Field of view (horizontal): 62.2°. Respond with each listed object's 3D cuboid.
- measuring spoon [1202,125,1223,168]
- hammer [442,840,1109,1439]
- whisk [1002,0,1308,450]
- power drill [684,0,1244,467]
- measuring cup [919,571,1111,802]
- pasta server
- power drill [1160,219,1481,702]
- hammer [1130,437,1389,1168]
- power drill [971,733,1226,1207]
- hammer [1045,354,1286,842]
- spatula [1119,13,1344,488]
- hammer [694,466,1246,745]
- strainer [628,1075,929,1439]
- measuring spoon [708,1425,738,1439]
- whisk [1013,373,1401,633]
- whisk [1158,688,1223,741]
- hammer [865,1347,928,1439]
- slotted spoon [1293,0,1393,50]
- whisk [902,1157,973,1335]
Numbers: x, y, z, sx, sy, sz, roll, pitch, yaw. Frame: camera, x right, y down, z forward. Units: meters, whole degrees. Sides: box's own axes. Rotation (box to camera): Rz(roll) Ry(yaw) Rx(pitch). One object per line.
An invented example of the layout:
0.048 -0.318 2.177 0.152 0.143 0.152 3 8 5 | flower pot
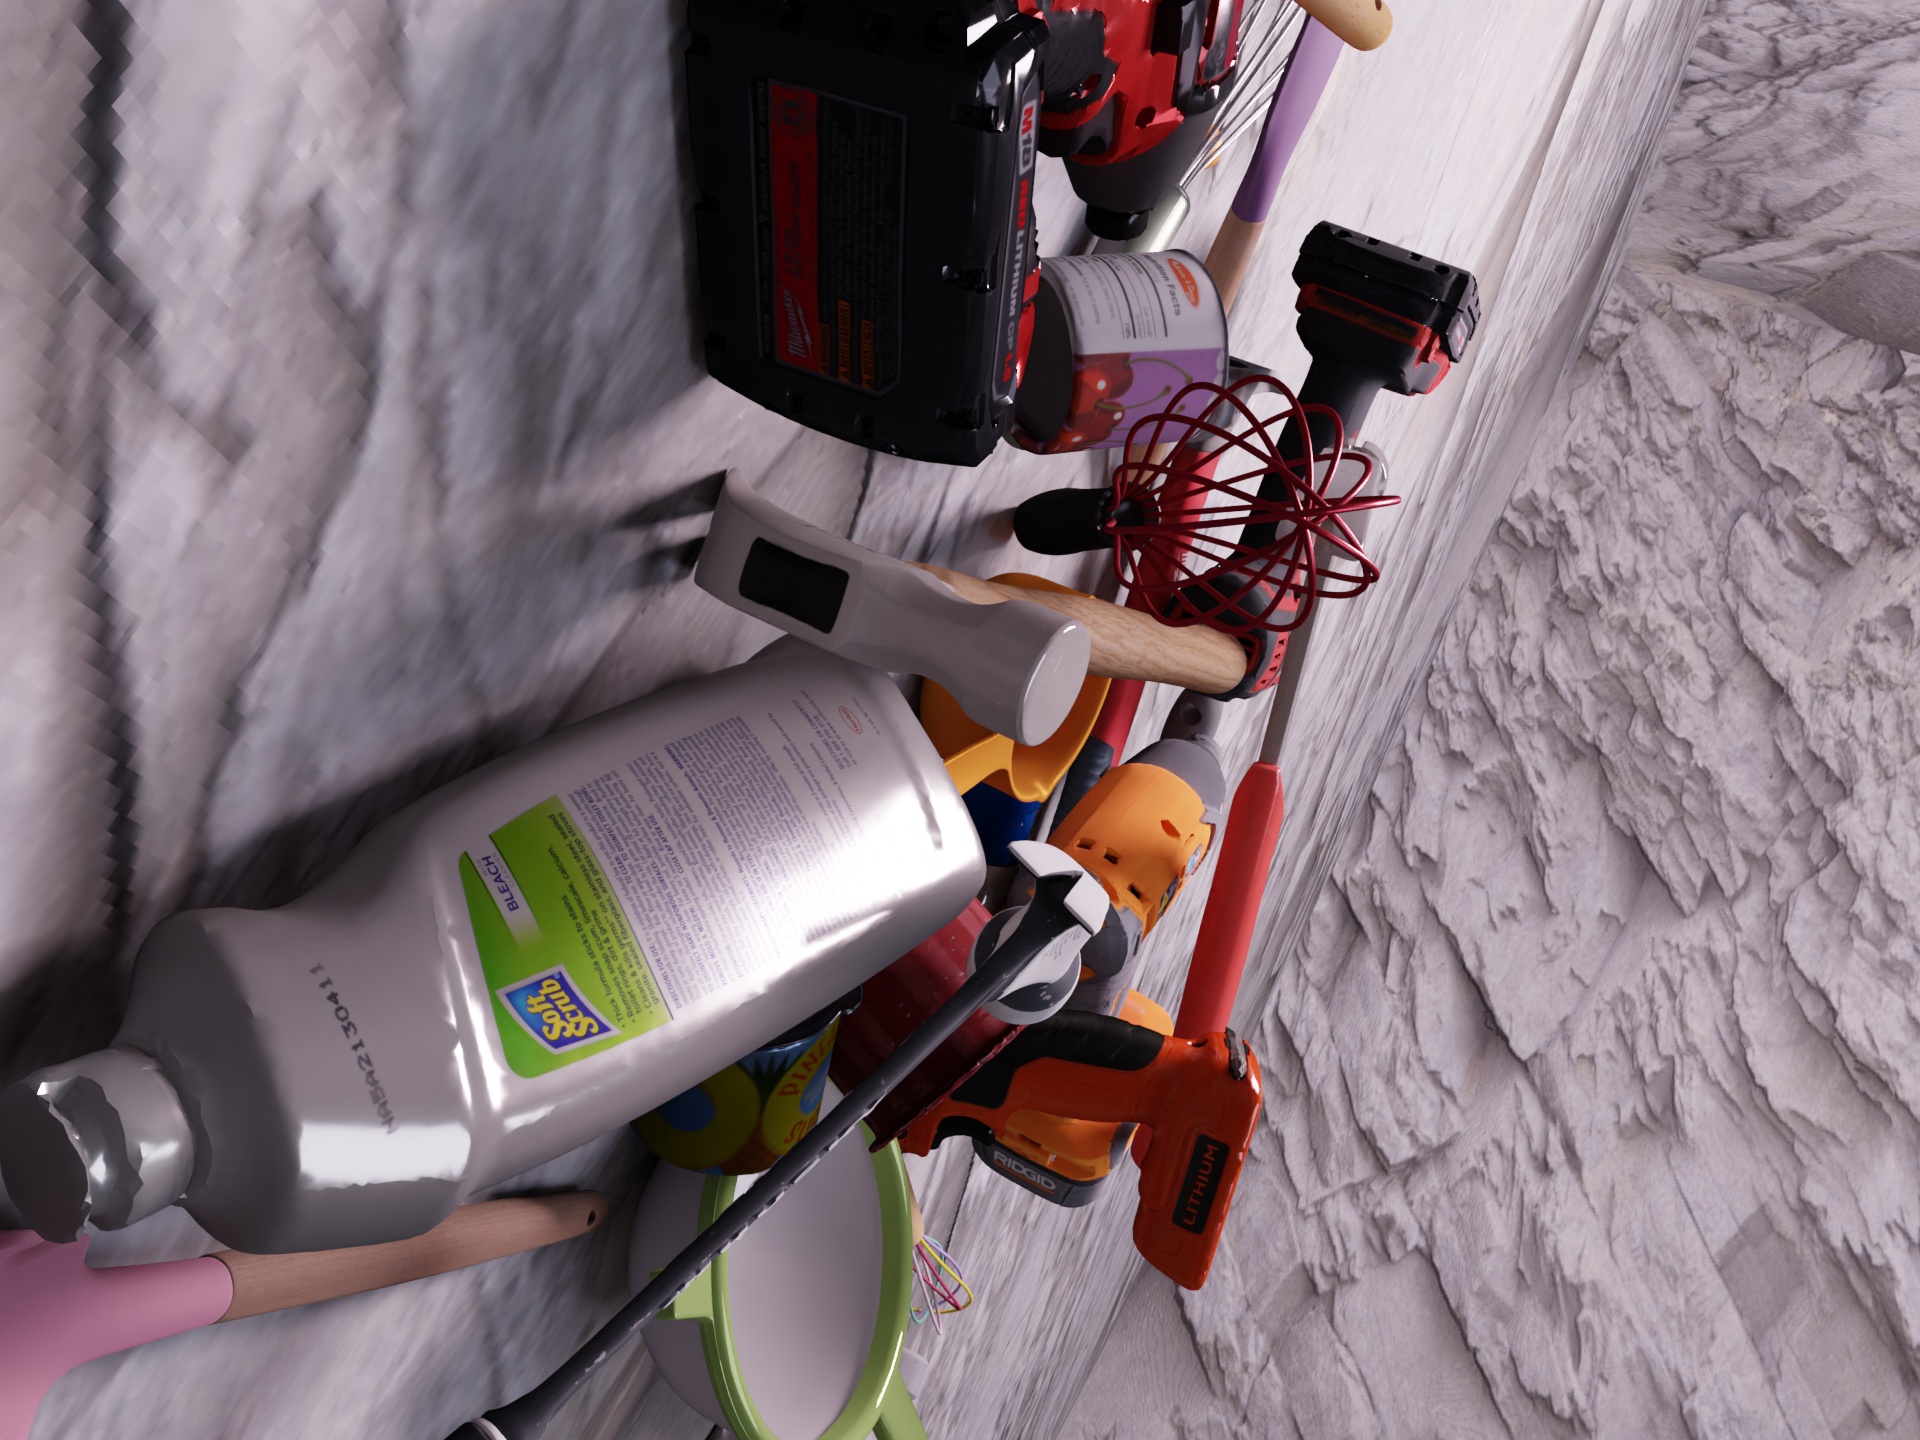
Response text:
0.082 -0.197 0.660 0.117 0.011 0.021 -63 161 -10 | measuring spoon
-0.105 0.175 0.407 0.409 0.036 0.149 -41 168 -19 | hammer
0.080 -0.207 0.604 0.059 0.058 0.246 36 80 -36 | whisk
0.019 -0.169 0.436 0.220 0.078 0.143 -53 157 -41 | power drill
-0.001 -0.002 0.616 0.173 0.052 0.095 -32 140 -50 | measuring cup
-0.156 0.136 0.382 0.316 0.040 0.060 38 66 -72 | pasta server
0.176 -0.116 0.800 0.226 0.080 0.188 -67 164 11 | power drill
0.124 0.061 0.697 0.149 0.037 0.358 -49 152 -61 | hammer
0.077 0.118 0.799 0.164 0.084 0.226 -45 150 -45 | power drill
0.086 -0.006 0.859 0.143 0.038 0.386 -29 139 -63 | hammer
0.107 -0.183 0.632 0.060 0.018 0.315 -50 168 -35 | spatula
0.030 -0.030 0.513 0.331 0.130 0.031 2 110 -65 | hammer
-0.063 0.243 0.620 0.152 0.069 0.256 -65 141 -54 | strainer
-0.100 0.326 0.787 0.124 0.018 0.034 -68 161 3 | measuring spoon
0.059 -0.067 0.518 0.073 0.073 0.296 -66 -168 1 | whisk
0.121 0.042 0.934 0.055 0.055 0.238 -56 168 -27 | whisk
-0.073 0.372 0.849 0.405 0.035 0.144 83 27 -58 | hammer
0.018 -0.202 0.325 0.313 0.031 0.070 6 78 -51 | slotted spoon
-0.025 0.303 0.924 0.051 0.047 0.244 -53 154 -29 | whisk
